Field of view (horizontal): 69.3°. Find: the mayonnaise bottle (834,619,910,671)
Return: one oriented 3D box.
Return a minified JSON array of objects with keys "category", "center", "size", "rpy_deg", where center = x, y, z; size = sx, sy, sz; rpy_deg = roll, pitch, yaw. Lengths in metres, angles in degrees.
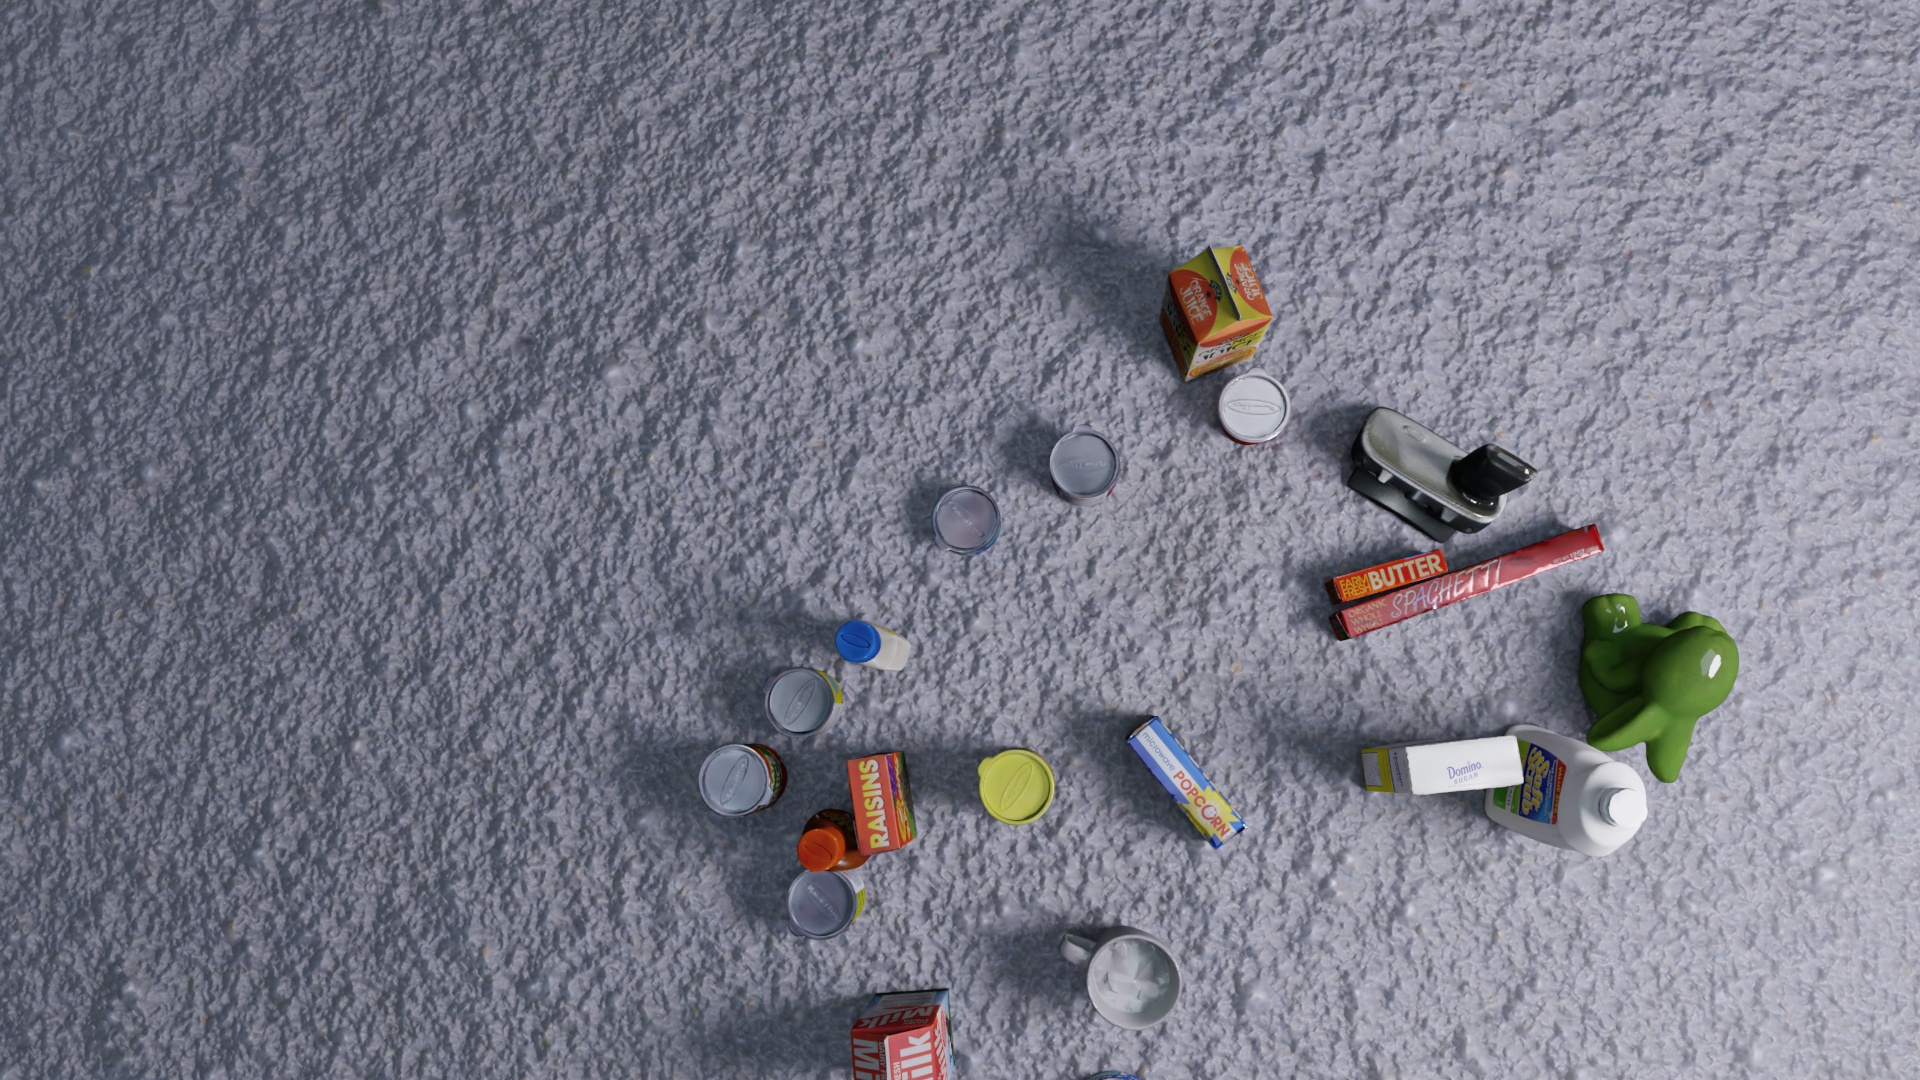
[{"category":"mayonnaise bottle","center":[-0.085,0.096,1.279],"size":[0.065,0.148,0.041],"rpy_deg":[20,85,7]}]

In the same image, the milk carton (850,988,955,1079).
[{"category":"milk carton","center":[-0.051,0.447,1.208],"size":[0.073,0.190,0.072],"rpy_deg":[-5,83,4]}]

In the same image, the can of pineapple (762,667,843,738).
[{"category":"can of pineapple","center":[-0.149,0.153,1.322],"size":[0.071,0.058,0.071],"rpy_deg":[-1,83,5]}]

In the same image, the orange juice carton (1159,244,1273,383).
[{"category":"orange juice carton","center":[0.233,-0.209,1.272],"size":[0.073,0.192,0.072],"rpy_deg":[-20,82,2]}]

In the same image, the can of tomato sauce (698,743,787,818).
[{"category":"can of tomato sauce","center":[-0.201,0.224,1.304],"size":[0.071,0.083,0.071],"rpy_deg":[-1,83,5]}]

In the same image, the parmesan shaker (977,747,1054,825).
[{"category":"parmesan shaker","center":[0.051,0.222,1.274],"size":[0.071,0.103,0.071],"rpy_deg":[-1,83,5]}]

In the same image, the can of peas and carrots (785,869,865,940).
[{"category":"can of peas and carrots","center":[-0.126,0.336,1.295],"size":[0.071,0.058,0.071],"rpy_deg":[-1,83,5]}]

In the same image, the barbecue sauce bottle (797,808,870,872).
[{"category":"barbecue sauce bottle","center":[-0.116,0.274,1.258],"size":[0.065,0.148,0.043],"rpy_deg":[28,86,7]}]

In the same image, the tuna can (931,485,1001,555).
[{"category":"tuna can","center":[0.005,-0.017,1.346],"size":[0.071,0.033,0.071],"rpy_deg":[-1,82,5]}]

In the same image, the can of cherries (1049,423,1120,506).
[{"category":"can of cherries","center":[0.119,-0.071,1.331],"size":[0.071,0.058,0.071],"rpy_deg":[-1,83,5]}]

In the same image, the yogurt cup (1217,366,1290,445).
[{"category":"yogurt cup","center":[0.277,-0.123,1.327],"size":[0.072,0.054,0.072],"rpy_deg":[-1,83,5]}]

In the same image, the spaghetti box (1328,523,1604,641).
[{"category":"spaghetti box","center":[0.468,0.040,1.292],"size":[0.250,0.050,0.029],"rpy_deg":[-19,82,2]}]

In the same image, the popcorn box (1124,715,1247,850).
[{"category":"popcorn box","center":[0.204,0.219,1.271],"size":[0.038,0.085,0.127],"rpy_deg":[-39,81,-1]}]

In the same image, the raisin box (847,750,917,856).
[{"category":"raisin box","center":[-0.072,0.238,1.272],"size":[0.040,0.123,0.086],"rpy_deg":[-9,82,4]}]

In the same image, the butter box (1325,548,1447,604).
[{"category":"butter box","center":[0.397,0.034,1.297],"size":[0.103,0.053,0.024],"rpy_deg":[-16,82,2]}]
